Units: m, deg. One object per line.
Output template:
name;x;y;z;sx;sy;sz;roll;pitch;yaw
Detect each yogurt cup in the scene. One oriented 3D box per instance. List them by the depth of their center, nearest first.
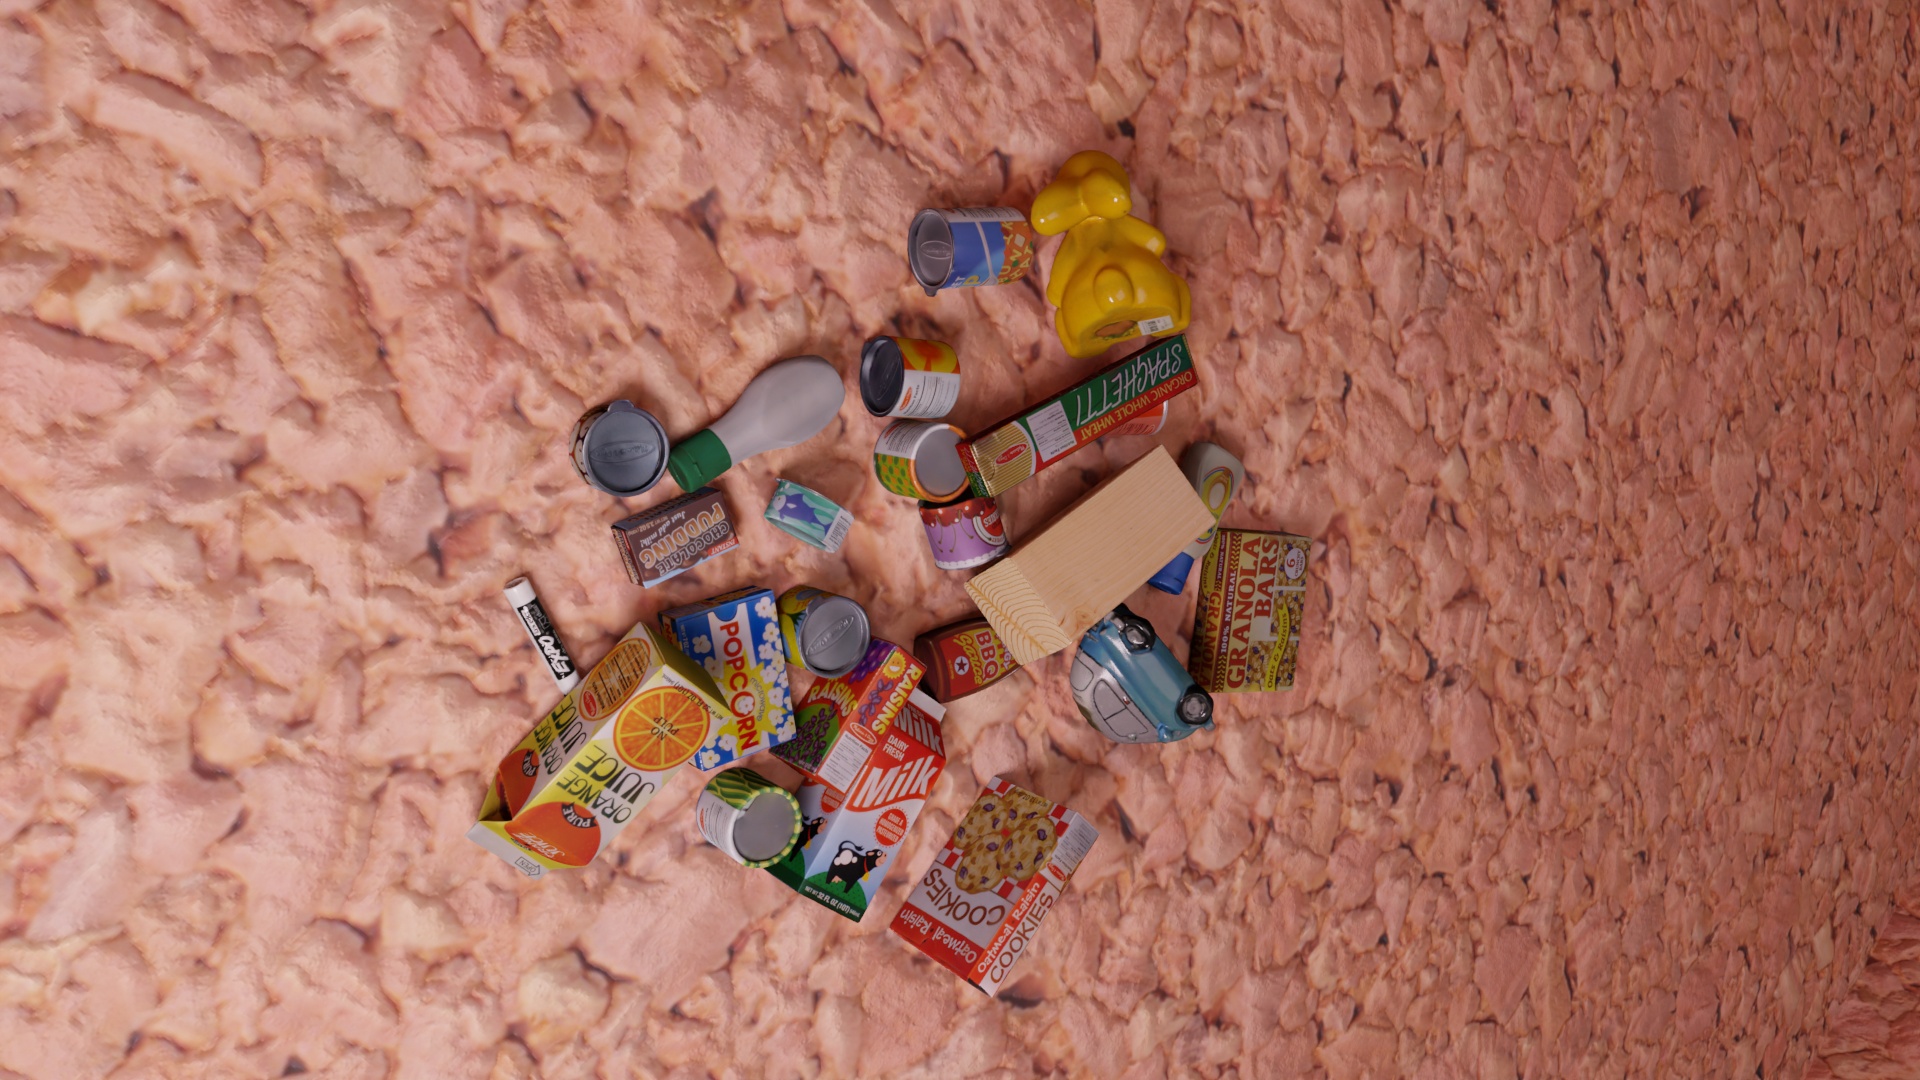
yogurt cup;0.150;-0.127;1.277;0.054;0.072;0.072;-11;103;-26

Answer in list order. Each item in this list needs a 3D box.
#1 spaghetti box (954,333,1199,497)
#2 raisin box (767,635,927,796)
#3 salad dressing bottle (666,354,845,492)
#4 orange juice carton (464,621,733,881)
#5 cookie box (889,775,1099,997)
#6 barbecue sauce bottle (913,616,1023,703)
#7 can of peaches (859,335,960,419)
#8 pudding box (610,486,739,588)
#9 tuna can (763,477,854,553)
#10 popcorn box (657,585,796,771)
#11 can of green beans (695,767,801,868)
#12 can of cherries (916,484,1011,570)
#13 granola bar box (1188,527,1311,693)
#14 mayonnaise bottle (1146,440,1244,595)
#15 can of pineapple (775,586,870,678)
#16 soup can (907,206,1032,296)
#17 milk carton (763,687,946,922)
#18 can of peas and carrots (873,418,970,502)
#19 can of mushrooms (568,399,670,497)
spaghetti box;0.105;-0.109;1.188;0.251;0.028;0.050;-29;105;-29
raisin box;-0.092;0.137;1.125;0.040;0.086;0.124;42;73;-28
salad dressing bottle;-0.158;-0.090;1.072;0.148;0.044;0.064;-36;118;-25
orange juice carton;-0.262;0.159;0.996;0.193;0.073;0.071;-46;125;-1
cookie box;0.027;0.297;1.213;0.040;0.123;0.168;48;70;-30
barbecue sauce bottle;0.031;0.095;1.234;0.149;0.043;0.064;-16;97;-34
can of peaches;-0.042;-0.134;1.136;0.058;0.071;0.071;0;97;-36
pudding box;-0.215;-0.003;1.051;0.084;0.030;0.049;-26;112;-30
tuna can;-0.122;-0.020;1.095;0.071;0.071;0.033;33;79;-35
popcorn box;-0.181;0.107;1.087;0.085;0.038;0.126;-16;106;-32
can of green beans;-0.167;0.219;1.101;0.071;0.058;0.071;-6;101;-35
can of cherries;0.004;-0.015;1.182;0.072;0.071;0.058;-28;112;-29
granola bar box;0.298;0.072;1.427;0.124;0.039;0.165;3;95;-36
mayonnaise bottle;0.227;-0.020;1.360;0.064;0.041;0.148;31;78;-37
can of pineapple;-0.115;0.071;1.117;0.071;0.058;0.071;-6;100;-35
soup can;0.008;-0.241;1.155;0.084;0.071;0.071;-11;103;-35
milk carton;-0.080;0.207;1.153;0.072;0.073;0.191;39;74;-33
can of peas and carrots;-0.029;-0.065;1.159;0.071;0.059;0.070;-6;101;-35
can of mushrooms;-0.249;-0.068;1.014;0.071;0.033;0.071;-6;101;-34
